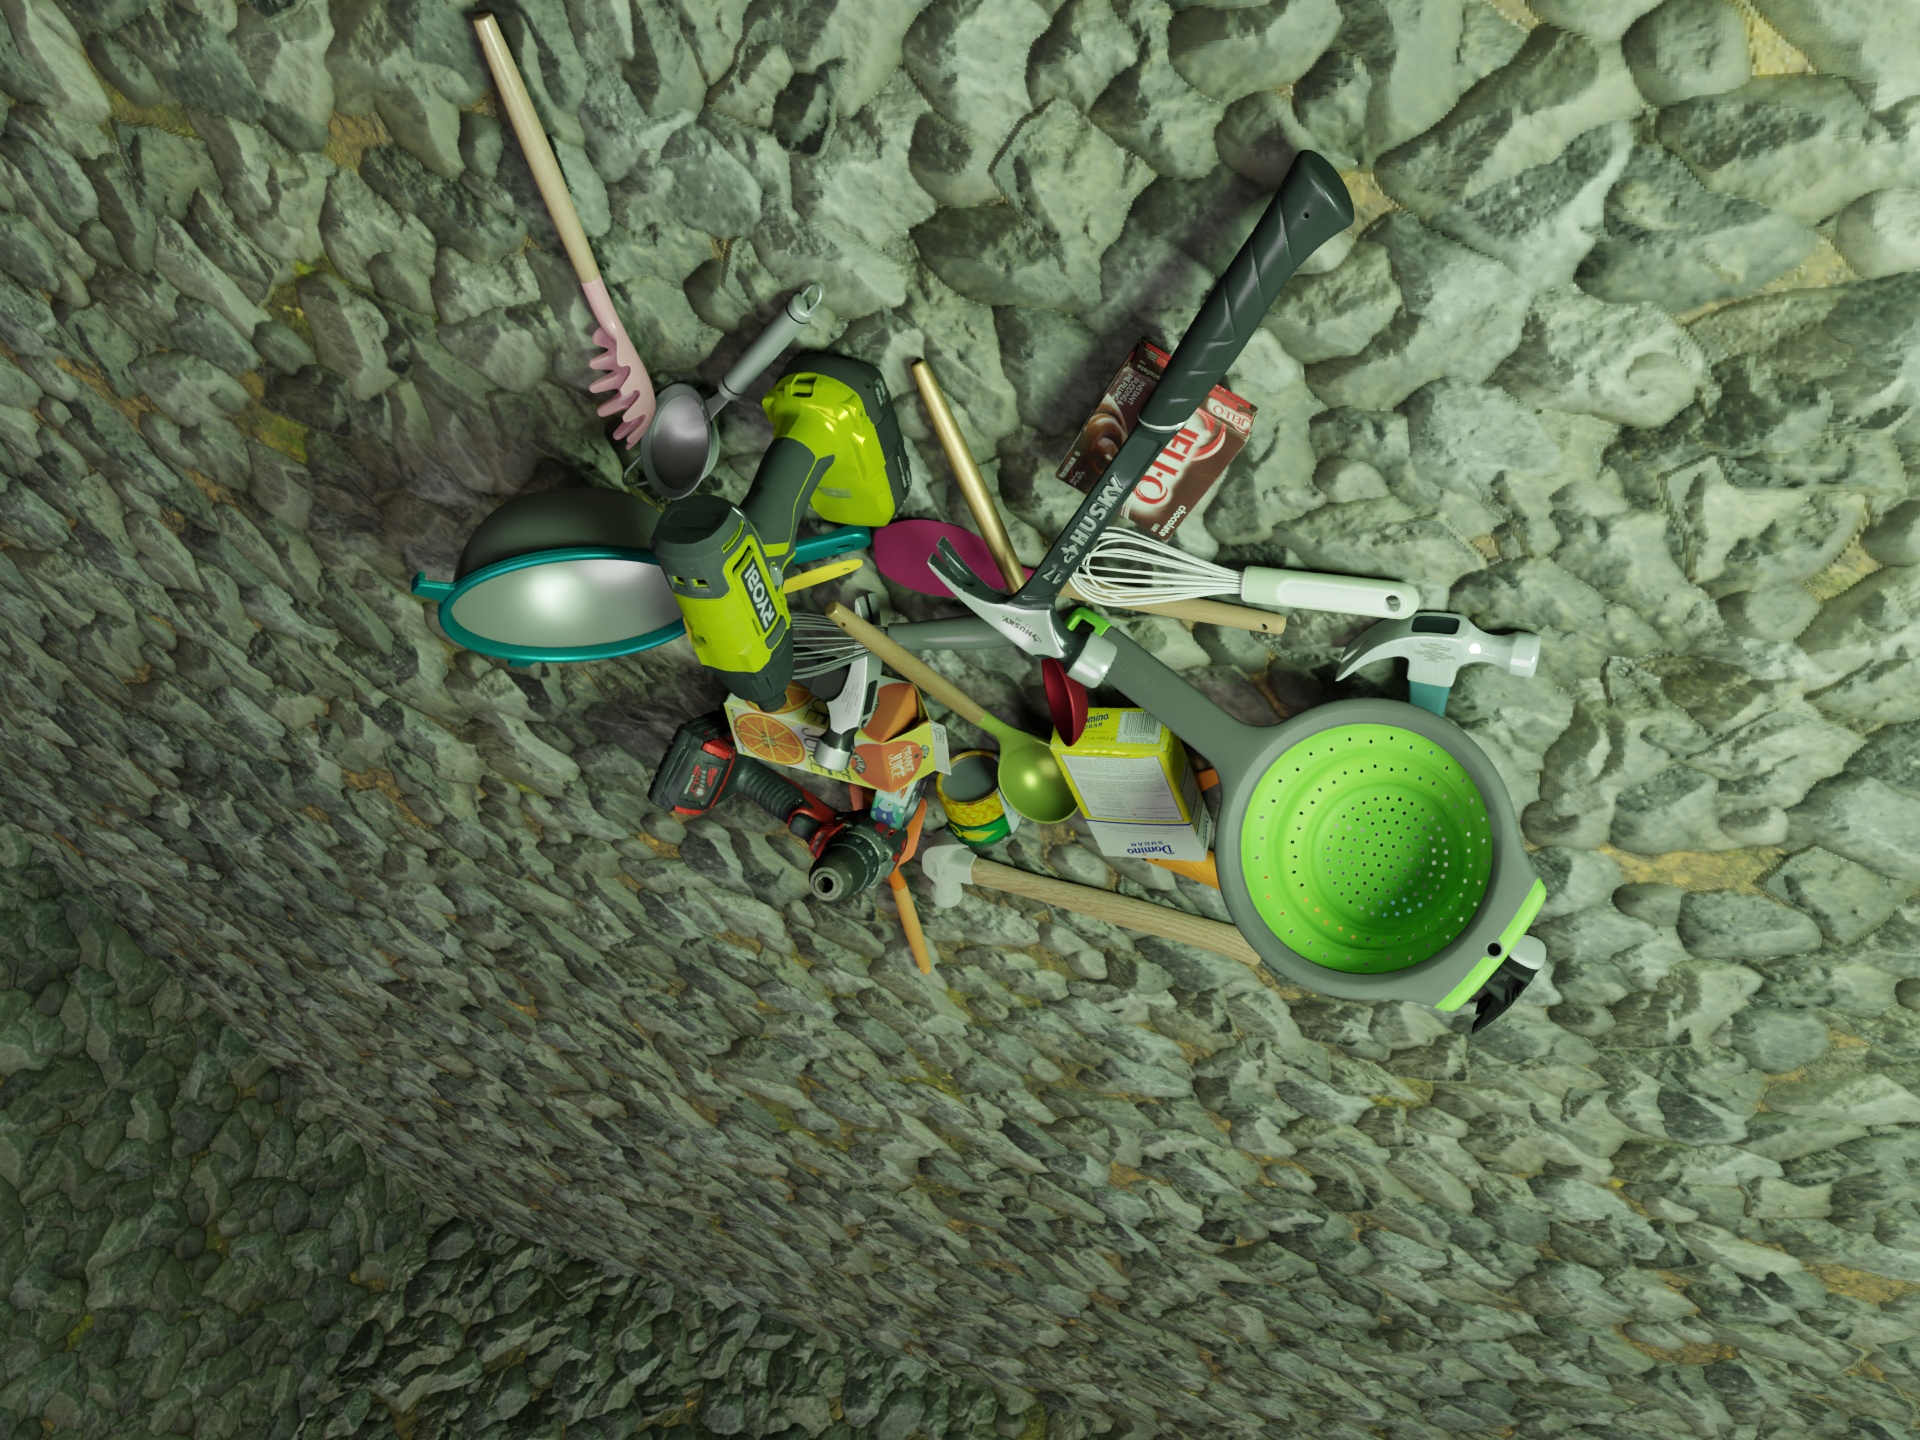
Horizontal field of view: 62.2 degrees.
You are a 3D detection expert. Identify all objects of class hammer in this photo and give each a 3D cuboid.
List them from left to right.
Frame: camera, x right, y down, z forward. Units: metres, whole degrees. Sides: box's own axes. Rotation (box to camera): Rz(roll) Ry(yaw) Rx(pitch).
[{"bbox_3d":[-0.215,-0.092,1.331,0.335,0.035,0.146,26,111,16],"label":"hammer"},{"bbox_3d":[0.119,0.167,1.487,0.331,0.031,0.129,14,144,17],"label":"hammer"},{"bbox_3d":[0.111,-0.176,0.979,0.149,0.036,0.408,30,138,-4],"label":"hammer"},{"bbox_3d":[0.314,0.168,1.360,0.337,0.034,0.127,21,144,8],"label":"hammer"},{"bbox_3d":[0.337,0.044,1.179,0.128,0.033,0.330,13,141,19],"label":"hammer"}]

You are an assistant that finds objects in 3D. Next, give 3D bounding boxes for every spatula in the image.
[{"bbox_3d":[-0.055,0.171,1.614,0.081,0.041,0.322,13,147,17],"label":"spatula"}]

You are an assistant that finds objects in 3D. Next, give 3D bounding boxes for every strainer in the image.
[{"bbox_3d":[-0.242,-0.139,1.245,0.340,0.095,0.210,-13,162,5],"label":"strainer"},{"bbox_3d":[-0.166,-0.235,1.145,0.050,0.087,0.258,-5,161,-41],"label":"strainer"}]

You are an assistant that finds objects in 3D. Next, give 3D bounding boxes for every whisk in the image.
[{"bbox_3d":[-0.053,-0.064,1.233,0.239,0.055,0.055,-4,140,4],"label":"whisk"},{"bbox_3d":[0.188,-0.095,1.093,0.246,0.059,0.057,8,114,18],"label":"whisk"}]

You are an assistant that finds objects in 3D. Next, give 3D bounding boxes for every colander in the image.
[{"bbox_3d":[0.232,0.044,1.146,0.397,0.204,0.094,40,-170,26],"label":"colander"}]

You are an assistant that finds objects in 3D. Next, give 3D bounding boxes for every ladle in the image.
[{"bbox_3d":[-0.002,-0.004,1.250,0.078,0.062,0.319,-17,145,31],"label":"ladle"},{"bbox_3d":[0.032,-0.115,1.143,0.315,0.031,0.069,64,175,-27],"label":"ladle"}]

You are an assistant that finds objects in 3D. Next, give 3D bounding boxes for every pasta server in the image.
[{"bbox_3d":[-0.272,-0.326,1.098,0.060,0.040,0.315,42,158,41],"label":"pasta server"}]

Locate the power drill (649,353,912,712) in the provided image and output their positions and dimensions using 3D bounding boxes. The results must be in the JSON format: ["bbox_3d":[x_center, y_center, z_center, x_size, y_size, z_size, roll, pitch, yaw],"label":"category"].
[{"bbox_3d":[-0.117,-0.129,1.088,0.080,0.223,0.171,9,142,24],"label":"power drill"}]

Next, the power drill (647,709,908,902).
[{"bbox_3d":[-0.164,0.085,1.434,0.227,0.188,0.080,29,104,6],"label":"power drill"}]

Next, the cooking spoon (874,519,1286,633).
[{"bbox_3d":[0.081,-0.099,1.175,0.319,0.017,0.068,12,131,18],"label":"cooking spoon"}]

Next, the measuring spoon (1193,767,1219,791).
[{"bbox_3d":[0.194,0.054,1.309,0.021,0.011,0.117,39,143,-18],"label":"measuring spoon"}]

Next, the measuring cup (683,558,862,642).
[{"bbox_3d":[-0.145,-0.090,1.253,0.156,0.029,0.062,-18,162,16],"label":"measuring cup"}]

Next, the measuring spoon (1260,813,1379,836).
[{"bbox_3d":[0.285,0.088,1.288,0.124,0.018,0.034,6,140,25],"label":"measuring spoon"}]
